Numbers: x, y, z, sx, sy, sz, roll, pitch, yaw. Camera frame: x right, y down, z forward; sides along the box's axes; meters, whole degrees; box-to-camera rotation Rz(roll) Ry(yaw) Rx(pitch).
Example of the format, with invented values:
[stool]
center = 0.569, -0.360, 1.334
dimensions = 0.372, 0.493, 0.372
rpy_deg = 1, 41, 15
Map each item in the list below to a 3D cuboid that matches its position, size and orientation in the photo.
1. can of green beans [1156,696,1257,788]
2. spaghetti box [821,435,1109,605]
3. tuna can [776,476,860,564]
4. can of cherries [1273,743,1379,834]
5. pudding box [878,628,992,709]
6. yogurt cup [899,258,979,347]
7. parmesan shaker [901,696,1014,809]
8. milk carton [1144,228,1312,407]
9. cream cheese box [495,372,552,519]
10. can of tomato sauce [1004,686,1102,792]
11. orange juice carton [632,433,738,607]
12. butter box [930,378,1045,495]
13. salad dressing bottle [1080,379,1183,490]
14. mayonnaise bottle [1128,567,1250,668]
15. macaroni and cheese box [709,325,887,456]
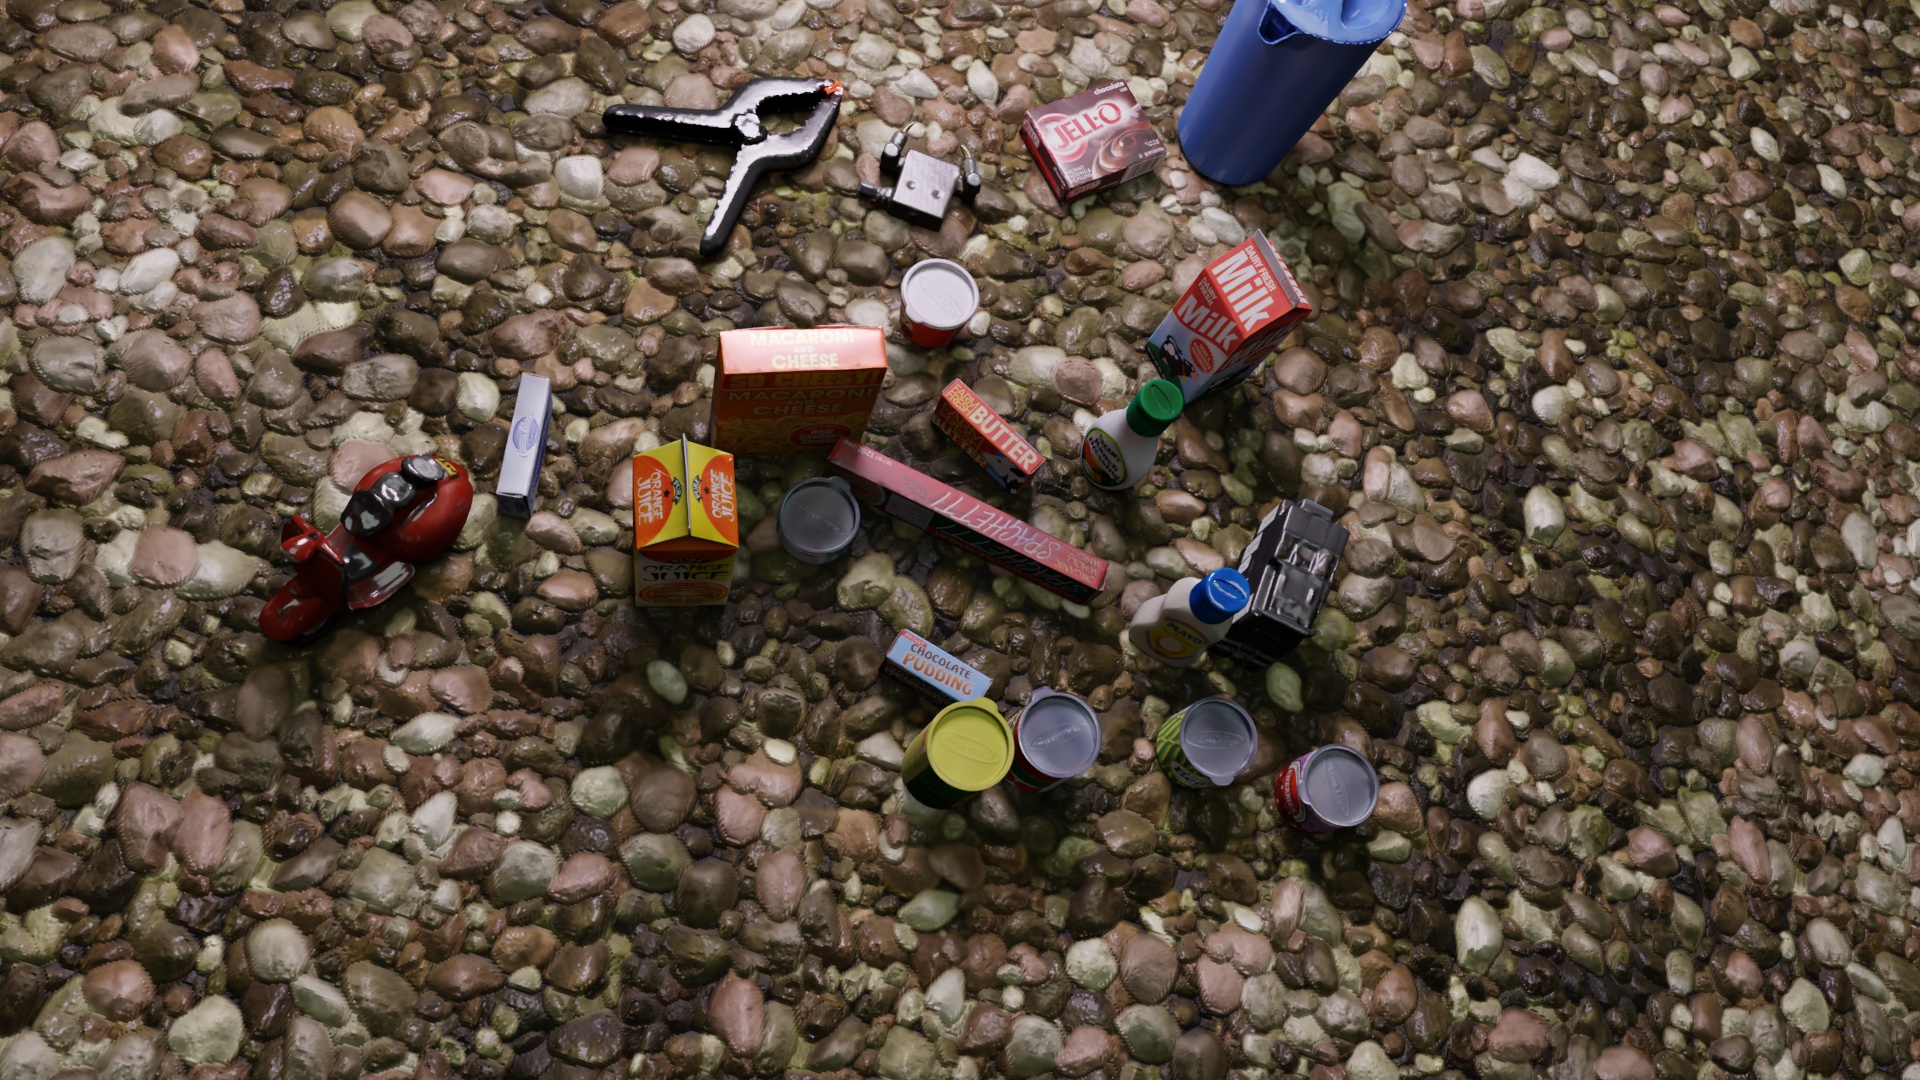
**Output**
[can of green beans]
center = 0.199, 0.165, 1.130
dimensions = 0.071, 0.057, 0.071
rpy_deg = 4, 70, -12
[spaghetti box]
center = 0.004, -0.014, 1.153
dimensions = 0.250, 0.050, 0.029
rpy_deg = 25, 68, -3
[tuna can]
center = -0.116, -0.017, 1.136
dimensions = 0.071, 0.032, 0.071
rpy_deg = 4, 70, -12
[can of cherries]
center = 0.296, 0.205, 1.138
dimensions = 0.071, 0.058, 0.071
rpy_deg = 4, 70, -12
[pudding box]
center = -0.020, 0.107, 1.104
dimensions = 0.084, 0.049, 0.030
rpy_deg = 31, 67, -1
[yogurt cup]
center = -0.022, -0.204, 1.212
dimensions = 0.072, 0.053, 0.072
rpy_deg = 4, 70, -12
[parmesan shaker]
center = -0.002, 0.163, 1.059
dimensions = 0.071, 0.102, 0.071
rpy_deg = 4, 70, -12
[milk carton]
center = 0.234, -0.191, 1.193
dimensions = 0.074, 0.189, 0.072
rpy_deg = -24, 78, -19
[cream cheese box]
center = -0.341, -0.074, 1.092
dimensions = 0.024, 0.053, 0.104
rpy_deg = 9, 69, -10
[can of tomato sauce]
center = 0.066, 0.158, 1.088
dimensions = 0.071, 0.082, 0.071
rpy_deg = 4, 70, -12
[orange juice carton]
center = -0.205, -0.010, 1.026
dimensions = 0.073, 0.192, 0.072
rpy_deg = -2, 72, -13
[butter box]
center = 0.022, -0.087, 1.181
dimensions = 0.103, 0.053, 0.024
rpy_deg = 43, 68, 4
[salad dressing bottle]
center = 0.143, -0.089, 1.159
dimensions = 0.044, 0.147, 0.064
rpy_deg = -29, 80, -20
[mayonnaise bottle]
center = 0.186, 0.060, 1.115
dimensions = 0.065, 0.147, 0.041
rpy_deg = 31, 67, -1
[macaroni and cheese box]
center = -0.132, -0.116, 1.094
dimensions = 0.124, 0.166, 0.040
rpy_deg = -4, 72, -14
